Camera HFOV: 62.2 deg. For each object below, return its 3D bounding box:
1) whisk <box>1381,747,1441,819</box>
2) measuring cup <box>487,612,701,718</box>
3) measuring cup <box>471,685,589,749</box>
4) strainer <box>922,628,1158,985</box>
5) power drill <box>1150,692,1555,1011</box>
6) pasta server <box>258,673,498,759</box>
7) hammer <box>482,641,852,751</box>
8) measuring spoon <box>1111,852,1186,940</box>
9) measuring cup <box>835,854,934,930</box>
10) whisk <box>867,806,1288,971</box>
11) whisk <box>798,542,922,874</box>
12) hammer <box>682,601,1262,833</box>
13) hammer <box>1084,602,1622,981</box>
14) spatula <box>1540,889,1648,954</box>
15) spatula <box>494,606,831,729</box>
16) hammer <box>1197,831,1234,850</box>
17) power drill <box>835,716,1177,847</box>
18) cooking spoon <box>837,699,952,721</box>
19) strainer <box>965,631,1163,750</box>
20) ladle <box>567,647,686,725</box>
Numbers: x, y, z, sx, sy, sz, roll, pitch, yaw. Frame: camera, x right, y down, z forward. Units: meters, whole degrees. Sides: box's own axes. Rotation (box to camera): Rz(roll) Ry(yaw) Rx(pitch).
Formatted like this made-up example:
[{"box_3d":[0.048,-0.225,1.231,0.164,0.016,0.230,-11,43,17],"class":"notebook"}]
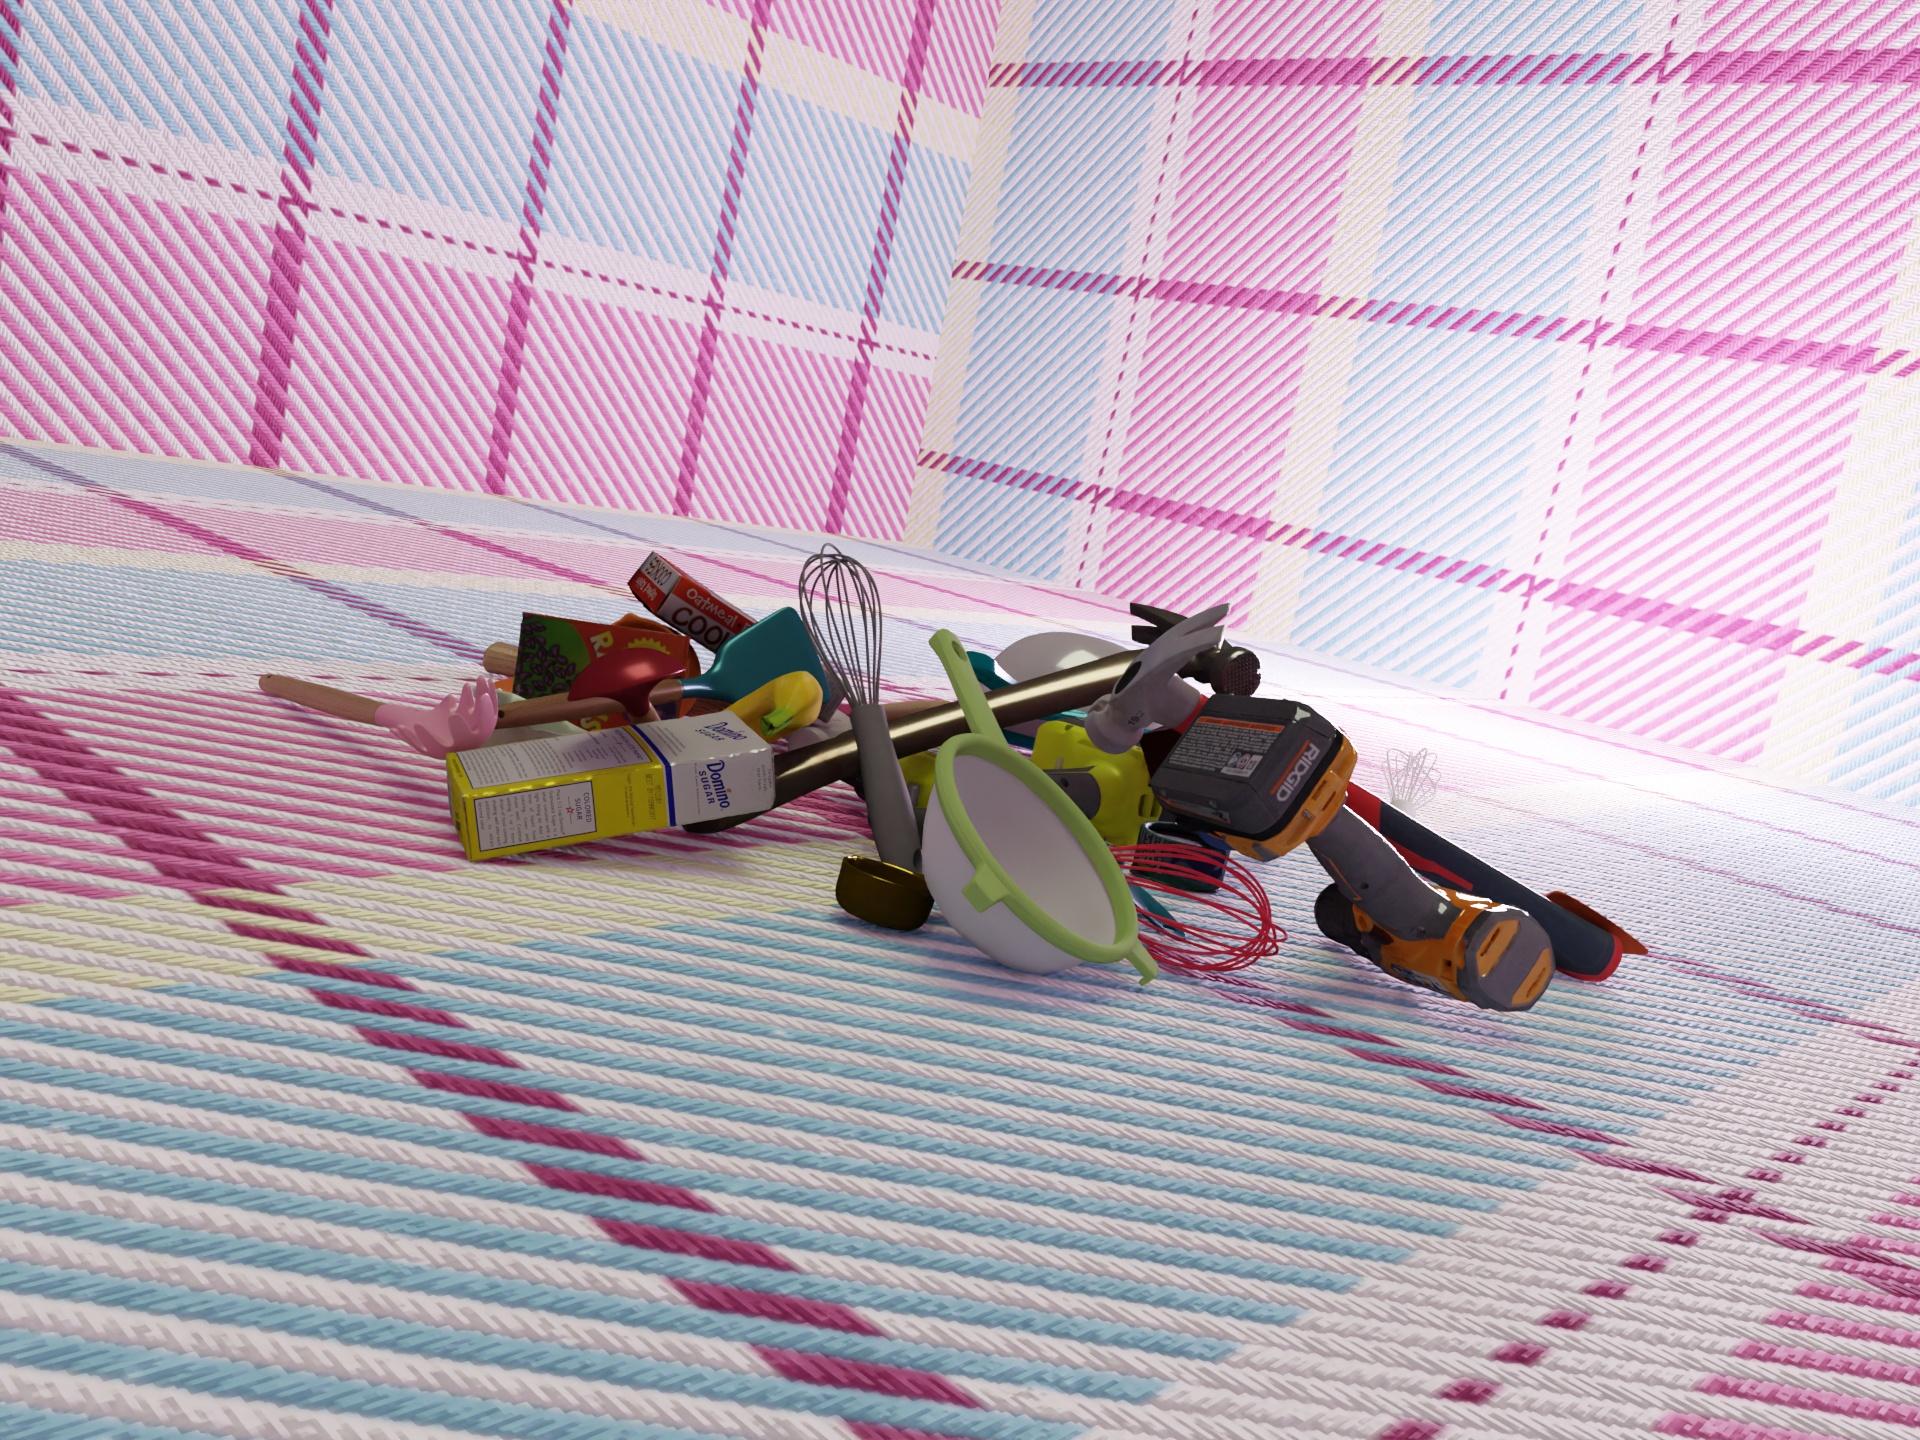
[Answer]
[{"box_3d":[0.380,0.076,1.371,0.059,0.057,0.246,42,27,3],"class":"whisk"},{"box_3d":[-0.290,-0.030,1.264,0.173,0.095,0.052,-7,-4,10],"class":"measuring cup"},{"box_3d":[-0.265,0.025,1.087,0.167,0.038,0.083,24,6,-28],"class":"measuring cup"},{"box_3d":[0.008,0.049,0.904,0.151,0.069,0.257,29,27,-40],"class":"strainer"},{"box_3d":[0.219,0.080,0.944,0.226,0.084,0.185,40,-10,-18],"class":"power drill"},{"box_3d":[-0.392,-0.013,1.039,0.316,0.040,0.060,10,38,44],"class":"pasta server"},{"box_3d":[-0.246,-0.020,1.337,0.331,0.031,0.130,13,10,13],"class":"hammer"},{"box_3d":[0.106,0.116,1.025,0.042,0.021,0.129,6,20,-30],"class":"measuring spoon"},{"box_3d":[-0.013,0.107,0.929,0.062,0.029,0.156,21,2,40],"class":"measuring cup"},{"box_3d":[0.061,0.090,0.968,0.296,0.073,0.073,14,10,33],"class":"whisk"},{"box_3d":[-0.059,-0.005,1.001,0.055,0.239,0.055,-13,-21,-5],"class":"whisk"},{"box_3d":[-0.002,-0.003,1.090,0.410,0.038,0.146,-17,26,-23],"class":"hammer"},{"box_3d":[0.275,0.059,1.012,0.386,0.038,0.143,29,-37,-11],"class":"hammer"},{"box_3d":[0.407,0.124,1.218,0.081,0.041,0.323,33,5,-10],"class":"spatula"},{"box_3d":[-0.211,-0.025,1.114,0.044,0.082,0.317,-26,-6,32],"class":"spatula"},{"box_3d":[0.238,0.066,1.248,0.144,0.035,0.405,19,7,19],"class":"hammer"},{"box_3d":[0.033,0.044,1.164,0.228,0.080,0.191,-2,16,-42],"class":"power drill"},{"box_3d":[-0.060,-0.006,1.313,0.068,0.017,0.319,19,-6,-18],"class":"cooking spoon"},{"box_3d":[0.080,-0.039,1.343,0.211,0.095,0.340,8,-10,25],"class":"strainer"},{"box_3d":[-0.203,-0.003,1.023,0.069,0.031,0.315,-14,-9,-8],"class":"ladle"}]
